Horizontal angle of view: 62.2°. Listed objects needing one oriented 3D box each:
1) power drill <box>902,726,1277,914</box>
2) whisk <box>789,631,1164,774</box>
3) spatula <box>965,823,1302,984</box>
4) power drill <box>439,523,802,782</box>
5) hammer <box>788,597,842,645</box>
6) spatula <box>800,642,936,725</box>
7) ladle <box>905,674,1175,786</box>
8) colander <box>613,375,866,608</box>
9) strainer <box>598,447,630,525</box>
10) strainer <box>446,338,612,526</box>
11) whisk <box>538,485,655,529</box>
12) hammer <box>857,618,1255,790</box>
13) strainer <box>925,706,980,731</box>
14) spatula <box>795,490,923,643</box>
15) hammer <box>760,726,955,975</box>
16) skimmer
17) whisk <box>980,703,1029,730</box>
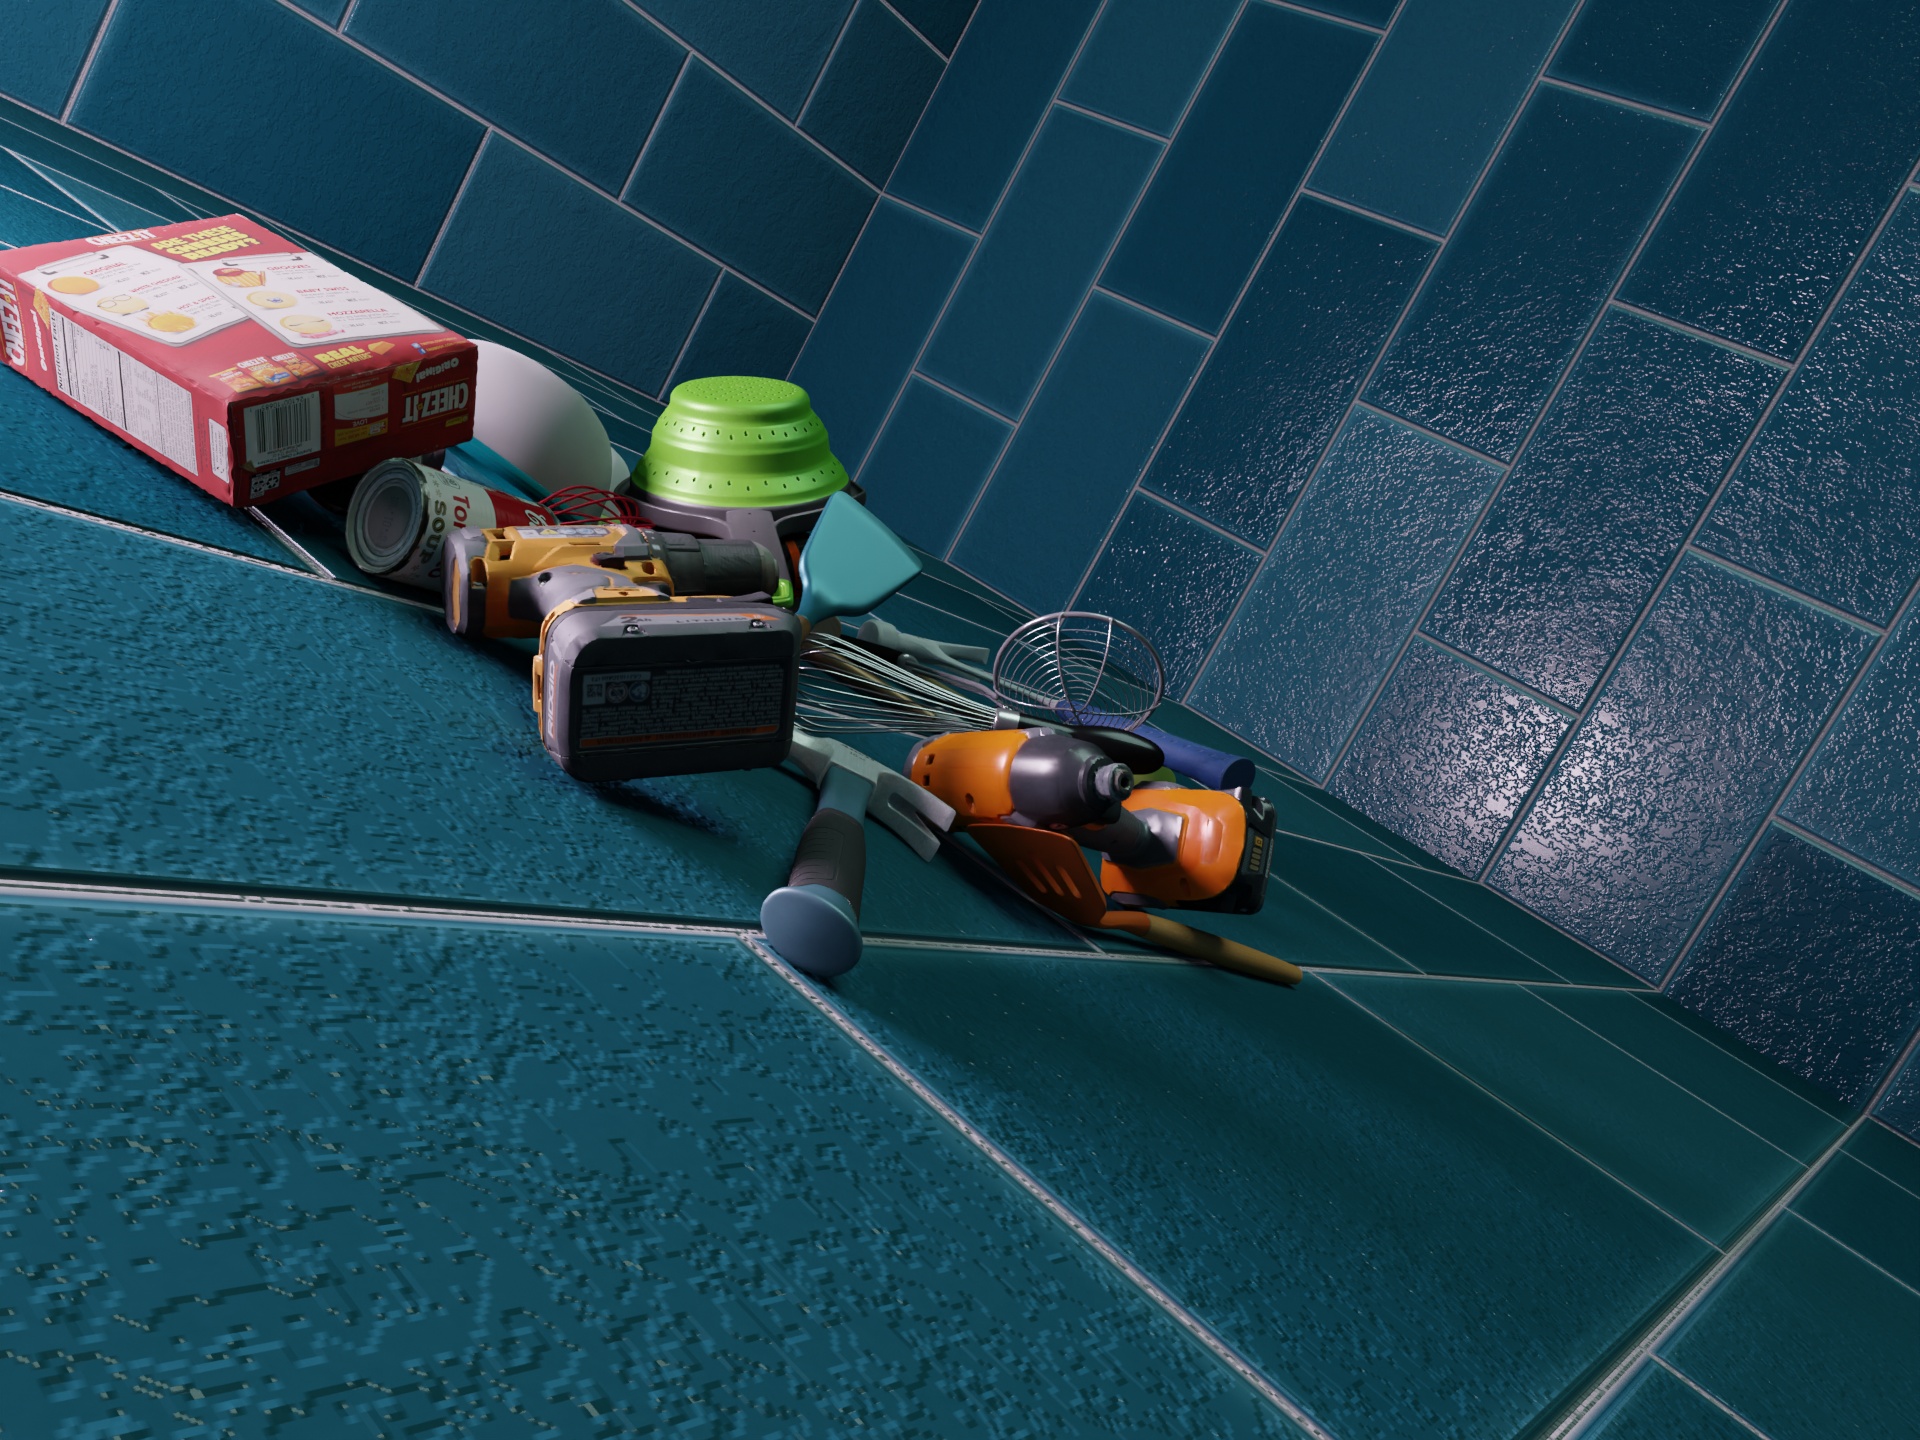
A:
[{"bbox_3d":[0.097,0.061,0.988,0.226,0.084,0.164,22,-16,-38],"label":"power drill"},{"bbox_3d":[-0.002,-0.003,1.064,0.284,0.070,0.070,13,9,-3],"label":"whisk"},{"bbox_3d":[0.130,0.124,1.002,0.081,0.041,0.322,2,-15,44],"label":"spatula"},{"bbox_3d":[-0.153,-0.049,0.817,0.185,0.084,0.226,-4,23,-28],"label":"power drill"},{"bbox_3d":[-0.192,-0.134,1.440,0.146,0.038,0.411,26,5,-33],"label":"hammer"},{"bbox_3d":[-0.154,-0.076,1.357,0.316,0.018,0.059,30,5,15],"label":"spatula"},{"bbox_3d":[0.058,0.007,1.440,0.320,0.062,0.078,31,-13,35],"label":"ladle"},{"bbox_3d":[-0.162,-0.189,1.212,0.204,0.094,0.397,-2,25,-11],"label":"colander"},{"bbox_3d":[-0.337,-0.216,1.419,0.151,0.069,0.257,24,8,-33],"label":"strainer"},{"bbox_3d":[-0.377,-0.250,1.300,0.210,0.095,0.341,37,-4,-31],"label":"strainer"},{"bbox_3d":[-0.295,-0.124,1.064,0.073,0.073,0.296,31,15,15],"label":"whisk"},{"bbox_3d":[0.086,-0.013,1.369,0.144,0.035,0.406,11,9,-45],"label":"hammer"},{"bbox_3d":[0.024,0.027,1.254,0.086,0.050,0.259,61,-14,-25],"label":"strainer"},{"bbox_3d":[-0.103,-0.058,0.989,0.082,0.044,0.318,42,28,-7],"label":"spatula"},{"bbox_3d":[-0.064,0.057,0.795,0.128,0.033,0.331,27,9,-6],"label":"hammer"},{"bbox_3d":[0.011,-0.053,1.298,0.363,0.090,0.127,18,-31,52],"label":"skimmer"},{"bbox_3d":[0.105,0.063,1.286,0.239,0.055,0.055,37,11,24],"label":"whisk"}]
